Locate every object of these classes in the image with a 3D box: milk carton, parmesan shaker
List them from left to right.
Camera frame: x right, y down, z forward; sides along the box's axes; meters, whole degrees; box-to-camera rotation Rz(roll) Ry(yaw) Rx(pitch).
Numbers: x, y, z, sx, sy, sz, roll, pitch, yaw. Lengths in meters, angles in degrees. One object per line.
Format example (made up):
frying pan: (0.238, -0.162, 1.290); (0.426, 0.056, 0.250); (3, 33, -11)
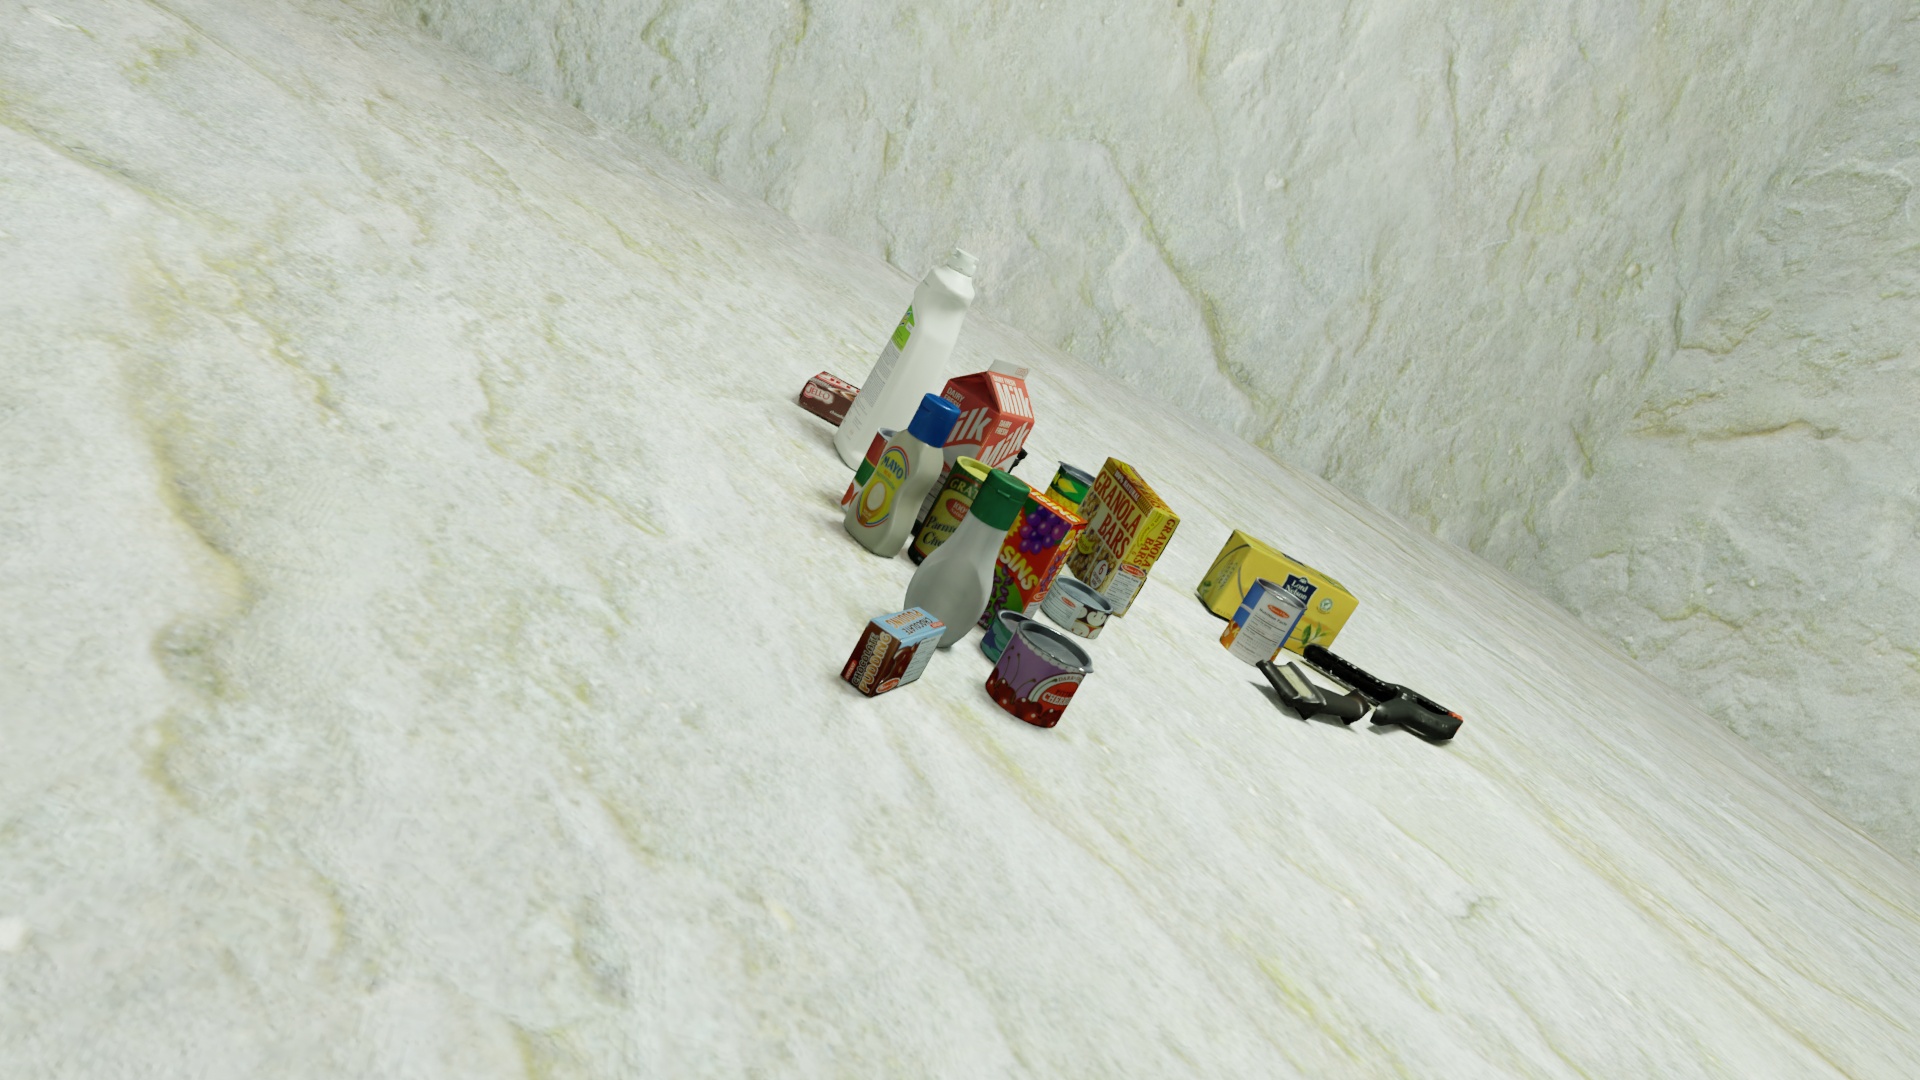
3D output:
parmesan shaker: (0.005, -0.016, 1.290); (0.071, 0.102, 0.071); (27, 15, -8)
milk carton: (0.006, -0.092, 1.372); (0.073, 0.190, 0.072); (37, 16, 27)

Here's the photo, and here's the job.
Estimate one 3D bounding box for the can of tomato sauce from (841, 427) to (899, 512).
can of tomato sauce: (-0.068, -0.057, 1.332); (0.071, 0.083, 0.071); (27, 15, -8)

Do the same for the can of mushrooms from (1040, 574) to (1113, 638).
can of mushrooms: (0.115, 0.065, 1.356); (0.071, 0.033, 0.071); (27, 15, -8)

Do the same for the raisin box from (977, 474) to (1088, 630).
raisin box: (0.043, 0.015, 1.219); (0.086, 0.123, 0.040); (35, 16, 21)

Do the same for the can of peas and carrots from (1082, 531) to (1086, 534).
can of peas and carrots: (0.093, -0.002, 1.486); (0.071, 0.058, 0.071); (27, 15, -8)

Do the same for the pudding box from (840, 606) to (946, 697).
pudding box: (-0.047, 0.078, 0.994); (0.030, 0.049, 0.084); (33, 16, 17)

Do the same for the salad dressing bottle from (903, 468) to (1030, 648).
salad dressing bottle: (0.006, 0.014, 1.110); (0.064, 0.147, 0.044); (29, 15, 1)

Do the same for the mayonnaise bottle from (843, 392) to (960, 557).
mayonnaise bottle: (-0.050, -0.061, 1.252); (0.041, 0.147, 0.065); (13, 22, -47)

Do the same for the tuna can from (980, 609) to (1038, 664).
tuna can: (0.053, 0.090, 1.165); (0.071, 0.032, 0.071); (27, 15, -8)

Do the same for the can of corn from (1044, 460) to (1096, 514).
can of corn: (0.140, -0.058, 1.752); (0.071, 0.058, 0.071); (27, 15, -8)

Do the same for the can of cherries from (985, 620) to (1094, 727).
can of cherries: (0.062, 0.105, 1.083); (0.071, 0.058, 0.072); (27, 15, -8)

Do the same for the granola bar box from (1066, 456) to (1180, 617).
granola bar box: (0.169, -0.007, 1.512); (0.039, 0.124, 0.166); (24, 16, -20)

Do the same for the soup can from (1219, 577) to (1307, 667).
soup can: (0.342, 0.093, 1.572); (0.071, 0.083, 0.071); (27, 15, -8)
